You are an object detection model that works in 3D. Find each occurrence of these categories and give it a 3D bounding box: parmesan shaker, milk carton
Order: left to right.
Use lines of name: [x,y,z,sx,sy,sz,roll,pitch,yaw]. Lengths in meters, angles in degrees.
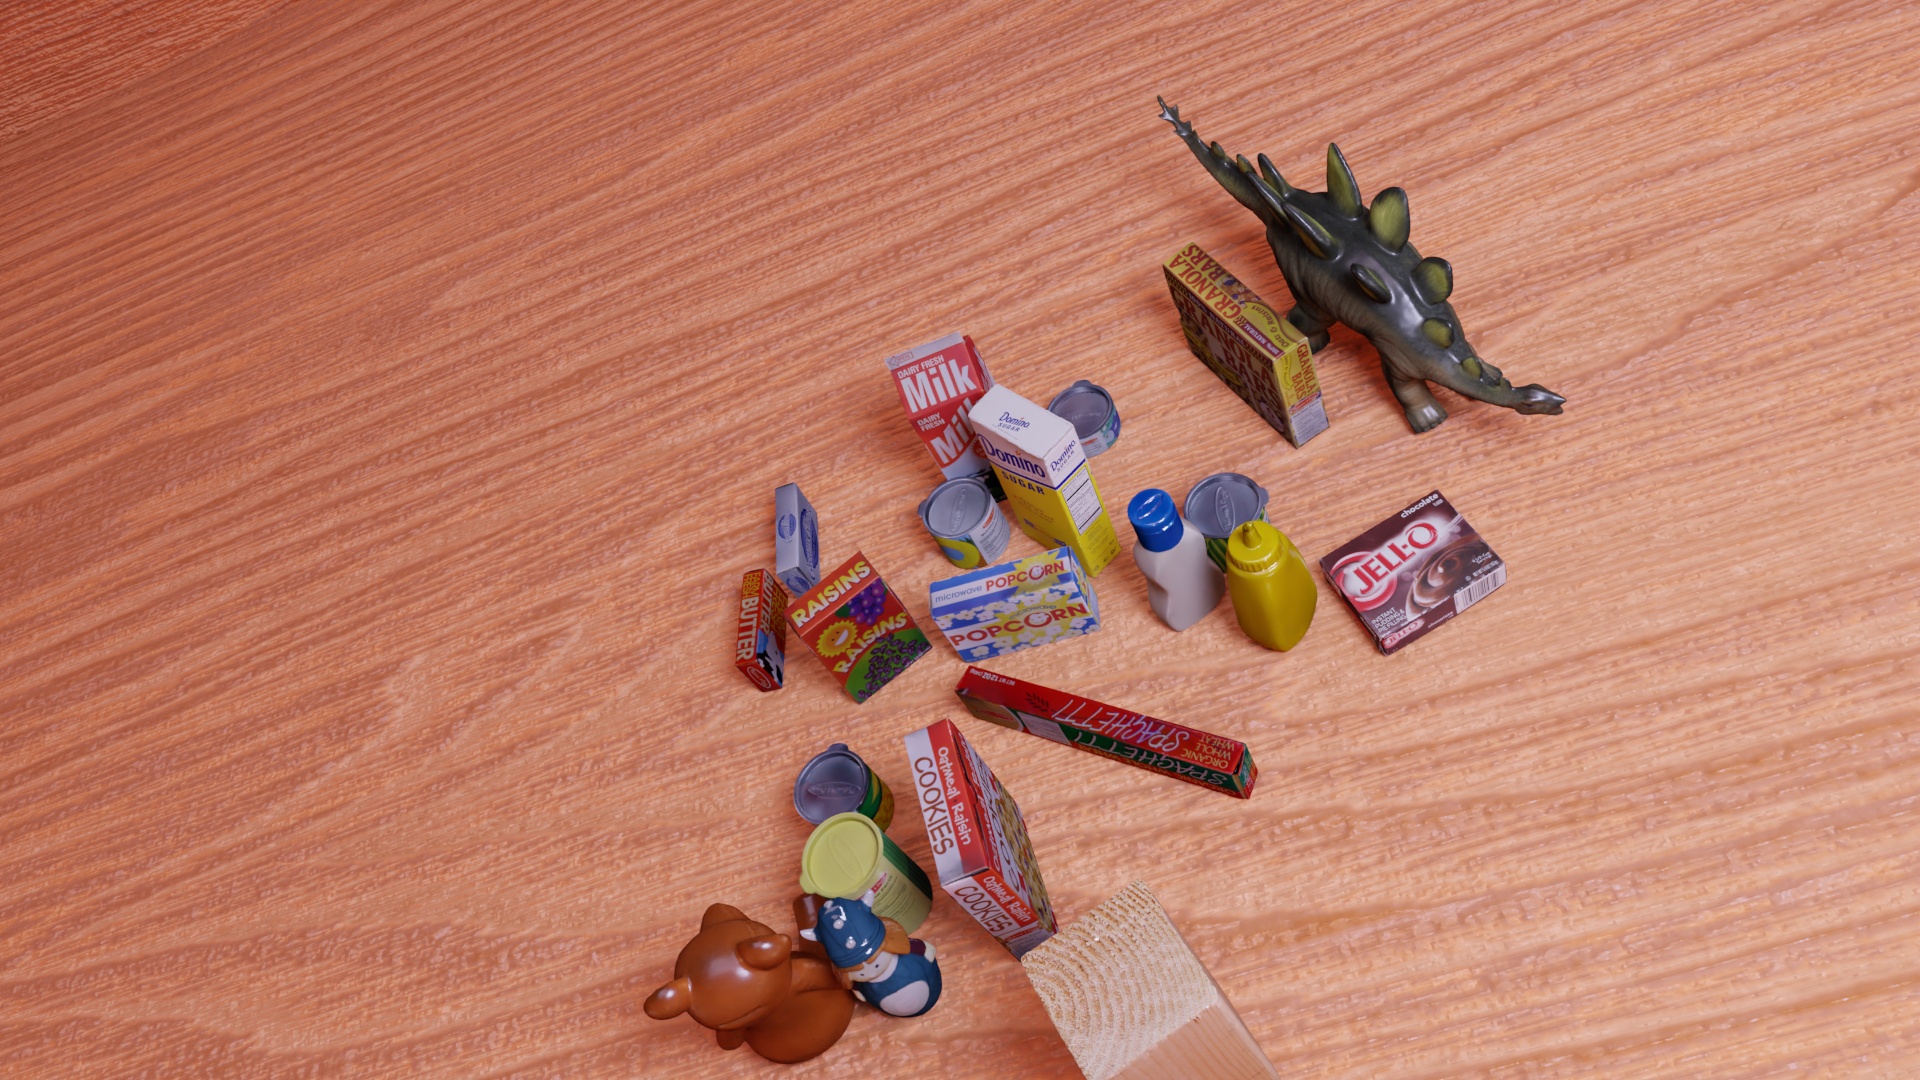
parmesan shaker: [-0.073,0.262,1.070,0.071,0.102,0.071,-12,53,16]
milk carton: [0.000,-0.114,1.248,0.072,0.190,0.074,-21,51,10]

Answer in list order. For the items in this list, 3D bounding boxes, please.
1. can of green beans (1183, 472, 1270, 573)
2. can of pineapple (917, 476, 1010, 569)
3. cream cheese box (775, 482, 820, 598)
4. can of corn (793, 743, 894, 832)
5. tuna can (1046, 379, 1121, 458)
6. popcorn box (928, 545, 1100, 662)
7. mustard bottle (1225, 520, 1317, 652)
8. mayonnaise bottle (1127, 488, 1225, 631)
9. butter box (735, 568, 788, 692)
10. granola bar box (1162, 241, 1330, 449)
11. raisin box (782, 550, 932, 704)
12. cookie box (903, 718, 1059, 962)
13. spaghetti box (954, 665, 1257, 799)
can of green beans: [0.225,-0.014,1.162,0.071,0.057,0.071,-12,53,16]
can of pineapple: [0.005,-0.016,1.263,0.071,0.057,0.071,-12,53,16]
cream cheese box: [-0.155,0.001,1.325,0.024,0.053,0.104,-17,52,13]
can of corn: [-0.095,0.211,1.145,0.071,0.058,0.071,-12,53,16]
tuna can: [0.115,-0.113,1.299,0.071,0.032,0.071,-12,53,16]
popcorn box: [0.046,0.056,1.175,0.126,0.085,0.038,-15,52,14]
mustard bottle: [0.234,0.026,1.064,0.049,0.159,0.065,24,69,35]
mayonnaise bottle: [0.169,0.013,1.109,0.065,0.147,0.041,-41,51,-7]
butter box: [-0.182,0.082,1.279,0.024,0.053,0.104,-13,53,16]
granola bar box: [0.249,-0.171,1.220,0.039,0.123,0.166,-35,50,-2]
raisin box: [-0.087,0.076,1.195,0.086,0.123,0.040,-38,50,-4]
cookie box: [0.018,0.221,1.017,0.040,0.166,0.123,-24,51,7]
spaghetti box: [0.112,0.151,1.101,0.250,0.050,0.029,13,63,31]
